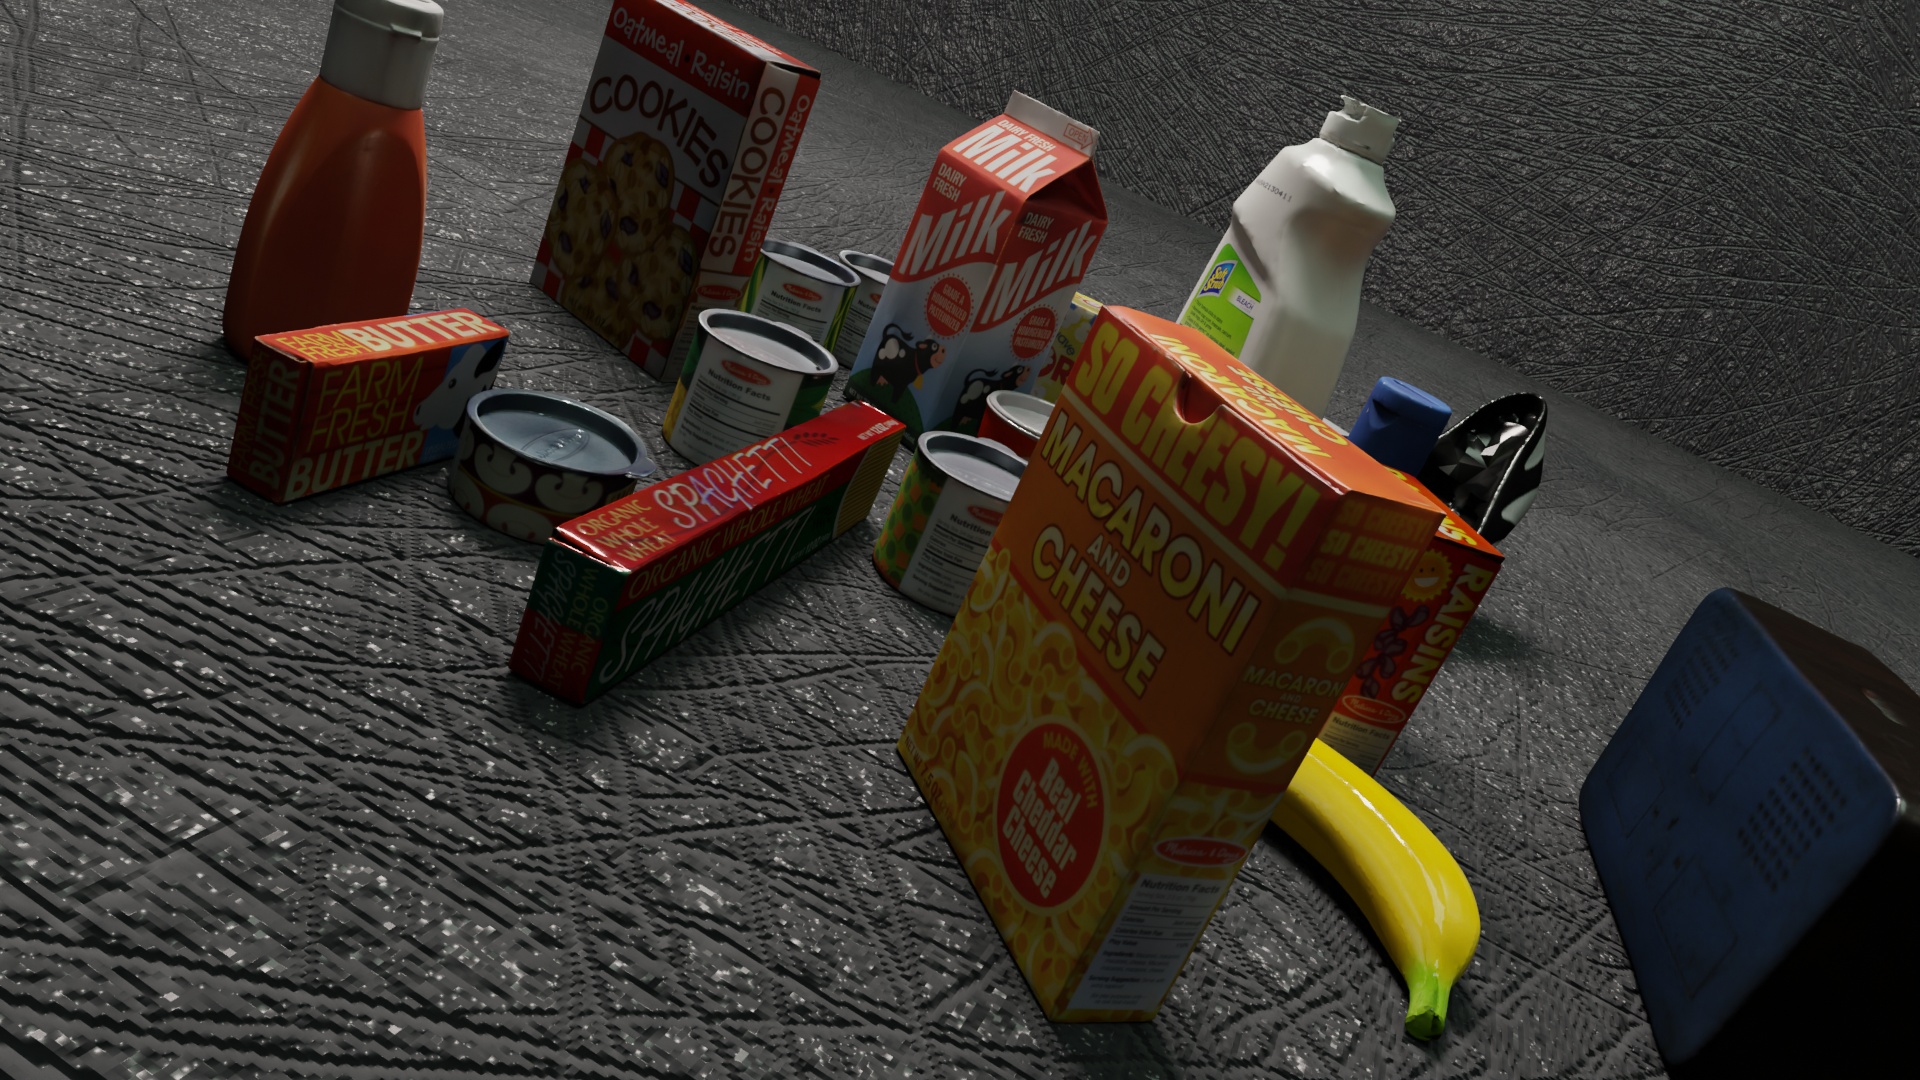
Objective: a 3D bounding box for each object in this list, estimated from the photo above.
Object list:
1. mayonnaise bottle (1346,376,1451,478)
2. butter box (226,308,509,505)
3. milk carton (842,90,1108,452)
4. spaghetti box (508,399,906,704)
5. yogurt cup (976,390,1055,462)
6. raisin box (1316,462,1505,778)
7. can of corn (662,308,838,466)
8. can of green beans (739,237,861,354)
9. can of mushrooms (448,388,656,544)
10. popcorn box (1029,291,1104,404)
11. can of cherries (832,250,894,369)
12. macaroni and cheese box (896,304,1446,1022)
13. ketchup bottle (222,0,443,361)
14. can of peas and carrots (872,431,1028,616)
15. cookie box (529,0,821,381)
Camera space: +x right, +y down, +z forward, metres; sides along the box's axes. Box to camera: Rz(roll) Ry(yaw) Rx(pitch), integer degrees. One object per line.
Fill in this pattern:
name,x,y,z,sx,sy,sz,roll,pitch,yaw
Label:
mayonnaise bottle,0.179,-0.004,0.656,0.041,0.147,0.065,6,26,-40
butter box,-0.205,-0.050,0.488,0.024,0.053,0.104,28,21,11
milk carton,0.014,-0.145,0.762,0.073,0.189,0.072,0,31,-48
spaghetti box,-0.081,-0.007,0.521,0.029,0.050,0.251,27,21,9
yogurt cup,0.036,-0.040,0.724,0.072,0.053,0.073,21,20,-8
raisin box,0.159,0.037,0.570,0.040,0.123,0.086,19,21,-15
can of corn,-0.096,-0.066,0.639,0.071,0.058,0.071,21,20,-8
can of green beans,-0.099,-0.137,0.809,0.071,0.057,0.071,21,20,-8
can of mushrooms,-0.151,-0.026,0.516,0.071,0.033,0.071,21,21,-8
popcorn box,0.040,-0.129,0.902,0.127,0.085,0.038,28,20,12
can of cherries,-0.054,-0.141,0.867,0.071,0.058,0.072,21,20,-8
macaroni and cheese box,0.047,0.032,0.399,0.040,0.165,0.124,11,24,-31
ketchup bottle,-0.234,-0.137,0.532,0.065,0.148,0.043,1,30,-47
can of peas and carrots,0.002,-0.008,0.600,0.071,0.058,0.071,21,20,-8
cookie box,-0.149,-0.182,0.710,0.123,0.166,0.040,36,23,31
